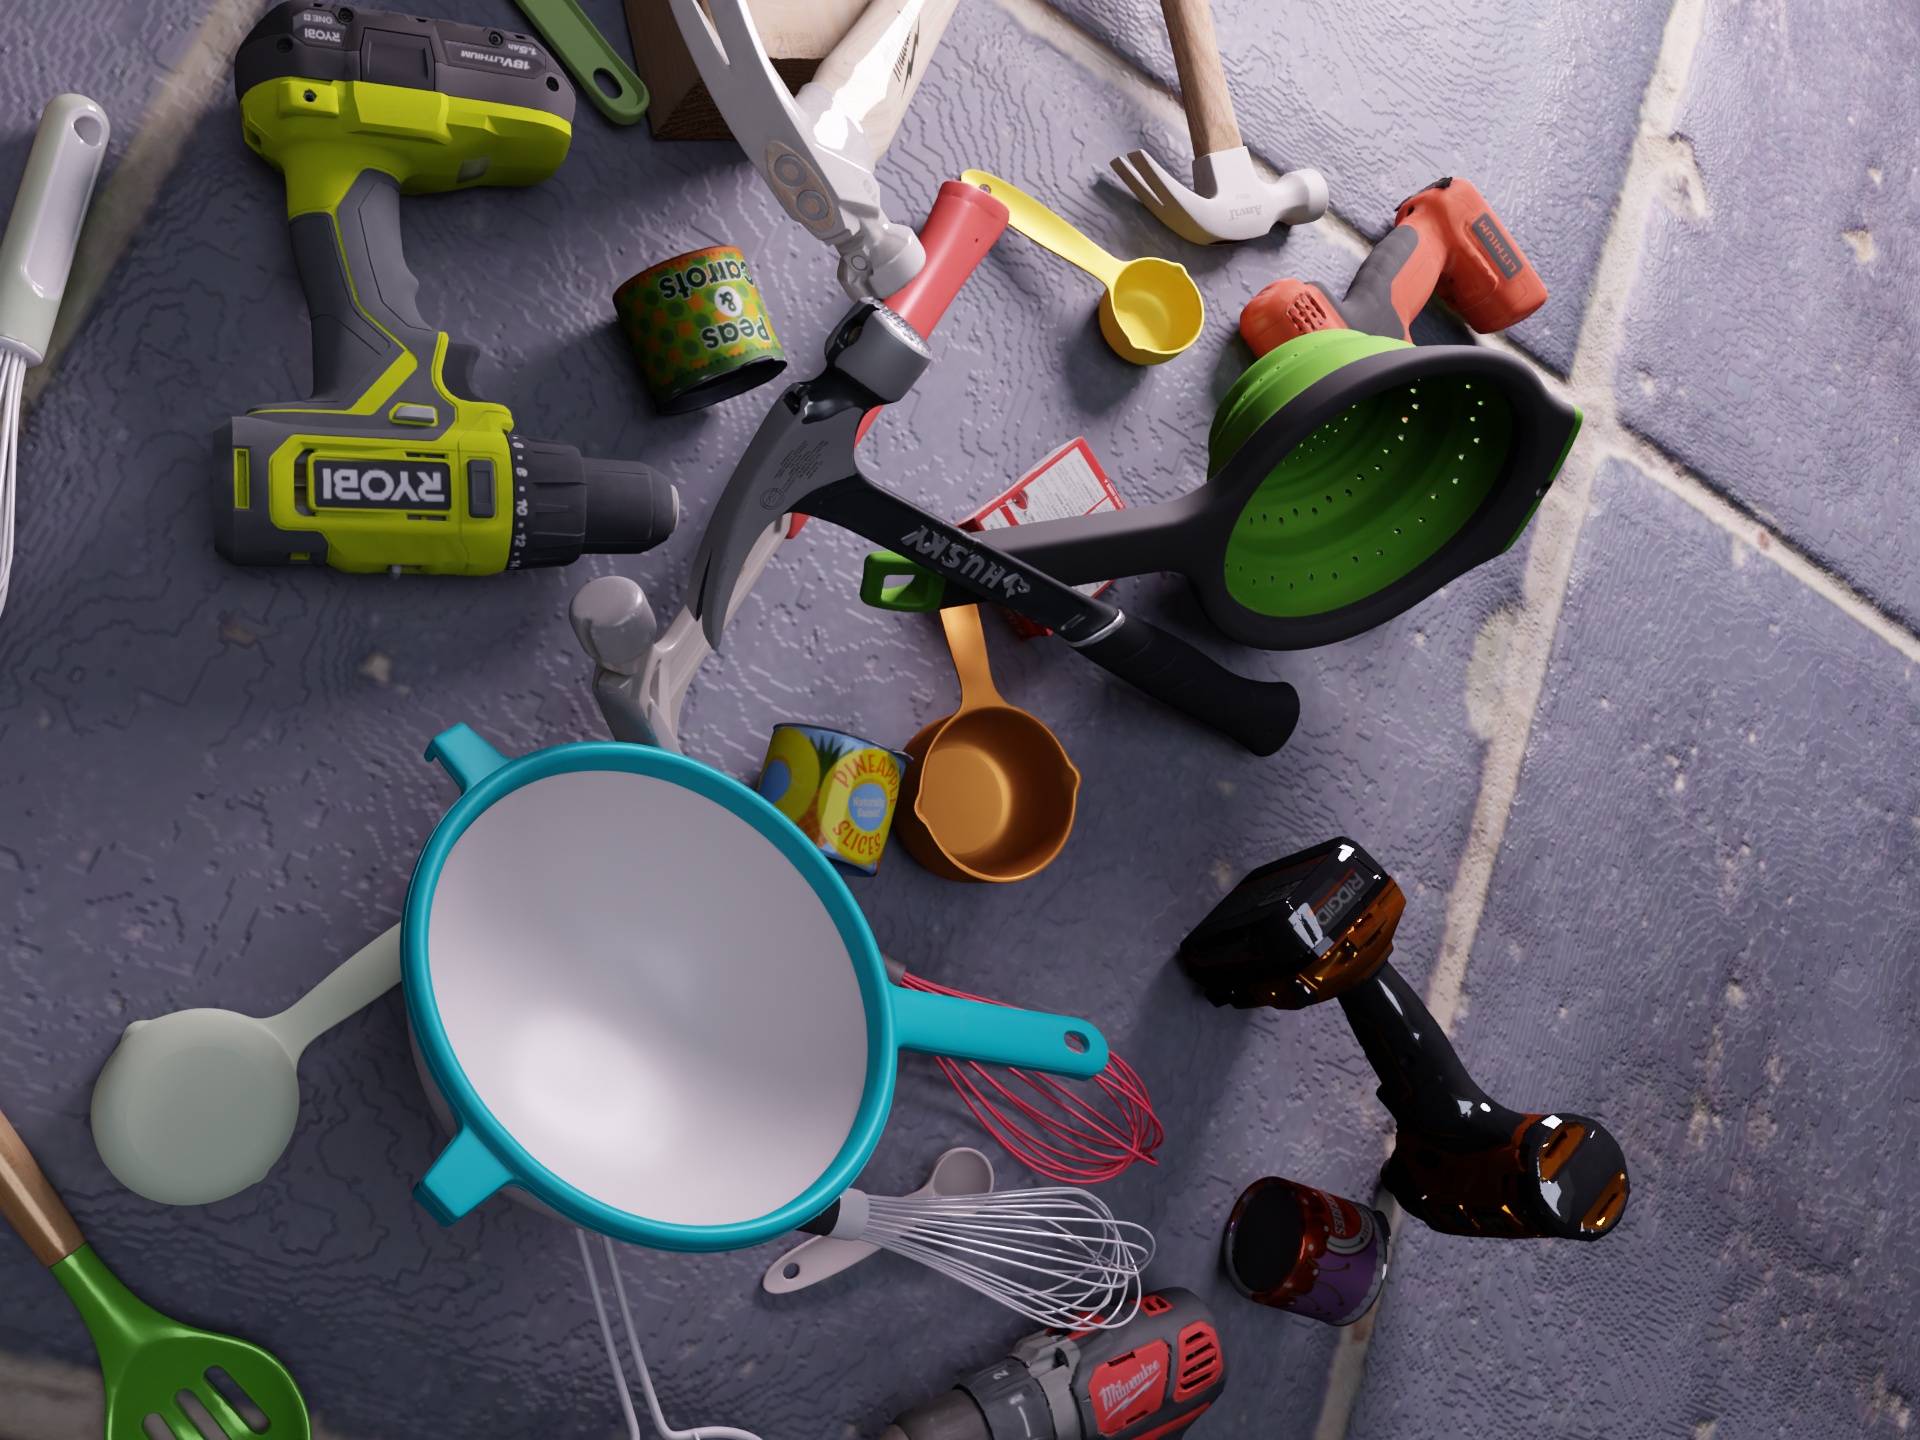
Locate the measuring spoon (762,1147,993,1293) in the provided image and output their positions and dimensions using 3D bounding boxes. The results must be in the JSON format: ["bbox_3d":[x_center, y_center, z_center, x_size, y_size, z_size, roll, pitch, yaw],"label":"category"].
[{"bbox_3d":[-0.041,0.243,0.771,0.124,0.018,0.034,-22,99,-21],"label":"measuring spoon"}]

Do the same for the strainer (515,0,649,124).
[{"bbox_3d":[-0.223,-0.390,0.718,0.151,0.069,0.256,-44,102,-24],"label":"strainer"}]

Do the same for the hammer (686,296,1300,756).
[{"bbox_3d":[0.048,-0.046,0.748,0.149,0.036,0.408,-48,140,16],"label":"hammer"}]

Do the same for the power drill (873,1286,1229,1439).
[{"bbox_3d":[0.061,0.409,0.768,0.188,0.080,0.227,-11,86,-28],"label":"power drill"}]

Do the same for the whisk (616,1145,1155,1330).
[{"bbox_3d":[-0.026,0.230,0.727,0.284,0.070,0.070,21,75,-29],"label":"whisk"}]

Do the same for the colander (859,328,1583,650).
[{"bbox_3d":[0.125,-0.125,0.820,0.397,0.204,0.095,-11,53,-21],"label":"colander"}]

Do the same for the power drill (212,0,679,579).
[{"bbox_3d":[-0.221,-0.175,0.690,0.190,0.080,0.228,-1,87,-25],"label":"power drill"}]

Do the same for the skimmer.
[{"bbox_3d":[-0.169,0.231,0.696,0.127,0.090,0.363,-11,79,-31],"label":"skimmer"}]

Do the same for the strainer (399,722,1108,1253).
[{"bbox_3d":[-0.087,0.135,0.675,0.340,0.095,0.211,17,47,-36],"label":"strainer"}]

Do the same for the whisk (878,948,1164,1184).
[{"bbox_3d":[-0.019,0.138,0.769,0.295,0.073,0.073,37,69,-14],"label":"whisk"}]

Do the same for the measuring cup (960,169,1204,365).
[{"bbox_3d":[0.063,-0.252,0.880,0.156,0.029,0.062,32,70,-8],"label":"measuring cup"}]

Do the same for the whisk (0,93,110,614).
[{"bbox_3d":[-0.376,-0.138,0.625,0.057,0.059,0.246,35,59,-61],"label":"whisk"}]

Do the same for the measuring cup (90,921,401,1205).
[{"bbox_3d":[-0.270,0.128,0.649,0.167,0.038,0.083,-39,102,-23],"label":"measuring cup"}]

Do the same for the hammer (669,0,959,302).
[{"bbox_3d":[-0.012,-0.376,0.764,0.146,0.038,0.411,53,42,-34],"label":"hammer"}]

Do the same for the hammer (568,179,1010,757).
[{"bbox_3d":[-0.063,-0.128,0.766,0.037,0.149,0.359,17,59,21],"label":"hammer"}]

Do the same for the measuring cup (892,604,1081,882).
[{"bbox_3d":[-0.001,-0.003,0.798,0.095,0.052,0.174,-10,85,-29],"label":"measuring cup"}]

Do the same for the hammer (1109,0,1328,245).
[{"bbox_3d":[0.117,-0.435,0.896,0.130,0.031,0.331,-21,102,-26],"label":"hammer"}]

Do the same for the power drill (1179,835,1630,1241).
[{"bbox_3d":[0.224,0.180,0.845,0.084,0.164,0.226,-40,90,-25],"label":"power drill"}]

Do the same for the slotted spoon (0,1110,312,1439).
[{"bbox_3d":[-0.355,0.182,0.608,0.070,0.031,0.313,-35,98,-26],"label":"slotted spoon"}]
